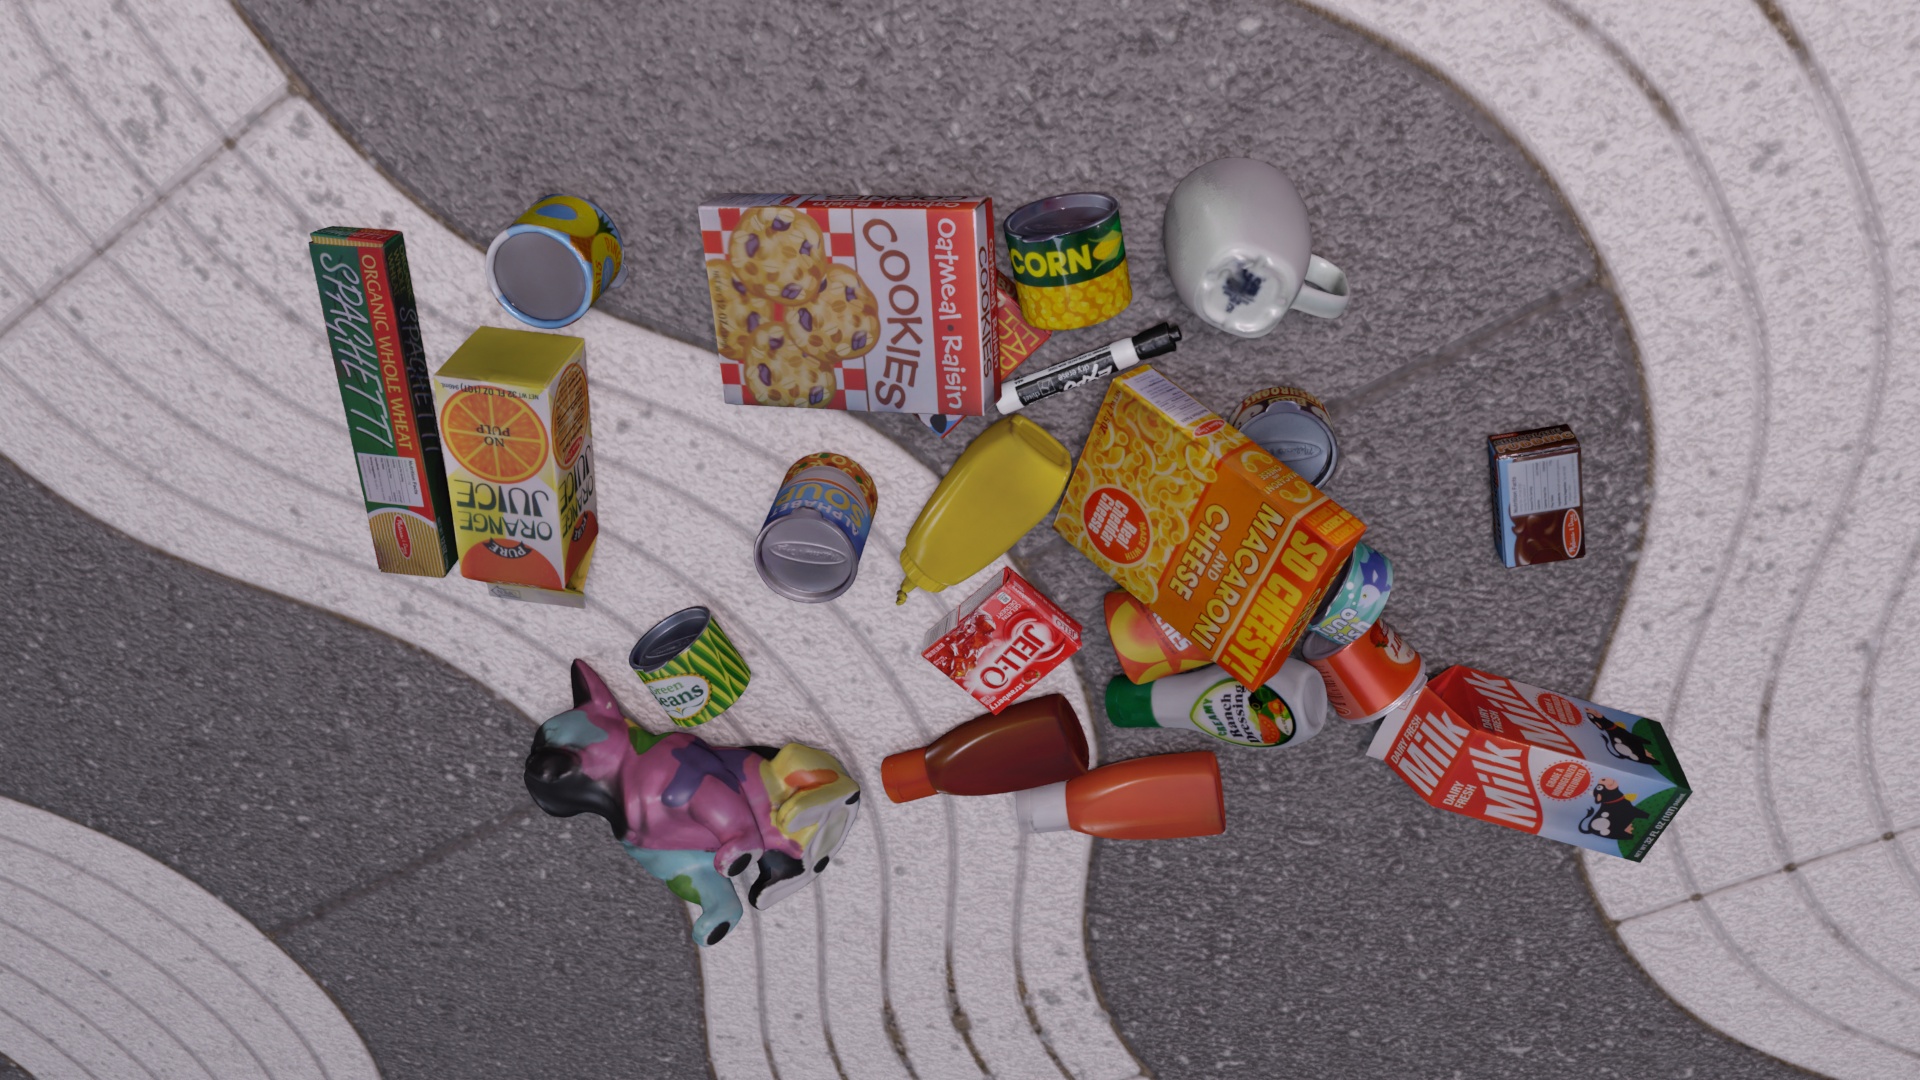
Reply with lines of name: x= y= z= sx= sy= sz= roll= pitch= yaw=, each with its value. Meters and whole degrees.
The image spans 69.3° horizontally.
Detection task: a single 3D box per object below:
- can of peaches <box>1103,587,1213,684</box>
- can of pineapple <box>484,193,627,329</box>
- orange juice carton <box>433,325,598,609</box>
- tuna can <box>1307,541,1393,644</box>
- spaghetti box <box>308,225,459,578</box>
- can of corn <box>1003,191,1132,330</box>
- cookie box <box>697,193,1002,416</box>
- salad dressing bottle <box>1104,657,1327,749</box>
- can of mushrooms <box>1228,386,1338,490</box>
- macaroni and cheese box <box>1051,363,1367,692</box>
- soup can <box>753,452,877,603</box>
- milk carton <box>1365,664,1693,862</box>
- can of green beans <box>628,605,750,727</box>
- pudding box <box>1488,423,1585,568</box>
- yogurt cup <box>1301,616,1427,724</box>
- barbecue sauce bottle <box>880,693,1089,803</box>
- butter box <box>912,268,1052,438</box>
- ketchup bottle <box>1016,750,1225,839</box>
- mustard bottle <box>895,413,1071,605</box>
can of peaches: x=0.132 y=0.056 z=0.917 sx=0.058 sy=0.071 sz=0.071 roll=-20 pitch=117 yaw=20
can of pineapple: x=-0.241 y=-0.167 z=0.834 sx=0.071 sy=0.058 sz=0.070 roll=3 pitch=122 yaw=5
orange juice carton: x=-0.286 y=-0.036 z=0.912 sx=0.072 sy=0.073 sz=0.191 roll=7 pitch=123 yaw=3
tuna can: x=0.243 y=0.033 z=0.887 sx=0.033 sy=0.071 sz=0.070 roll=27 pitch=121 yaw=-11
spaghetti box: x=-0.377 y=-0.086 z=0.919 sx=0.050 sy=0.029 sz=0.248 roll=6 pitch=122 yaw=4
can of corn: x=0.061 y=-0.158 z=0.792 sx=0.071 sy=0.071 sz=0.058 roll=-7 pitch=121 yaw=12
cookie box: x=-0.063 y=-0.140 z=0.820 sx=0.167 sy=0.040 sz=0.122 roll=4 pitch=116 yaw=15
salad dressing bottle: x=0.169 y=0.108 z=0.933 sx=0.147 sy=0.044 sz=0.064 roll=-6 pitch=113 yaw=38
can of mushrooms: x=0.198 y=-0.061 z=0.857 sx=0.071 sy=0.034 sz=0.070 roll=4 pitch=122 yaw=6
macaroni and cheese box: x=0.144 y=-0.009 z=0.833 sx=0.167 sy=0.040 sz=0.123 roll=41 pitch=134 yaw=23
soup can: x=-0.091 y=-0.012 z=0.895 sx=0.071 sy=0.084 sz=0.071 roll=3 pitch=122 yaw=5
milk carton: x=0.377 y=0.145 z=0.938 sx=0.191 sy=0.074 sz=0.072 roll=15 pitch=123 yaw=-2
can of green beans: x=-0.191 y=0.089 z=0.982 sx=0.071 sy=0.071 sz=0.057 roll=-21 pitch=117 yaw=19
pudding box: x=0.356 y=-0.026 z=0.860 sx=0.049 sy=0.030 sz=0.083 roll=-10 pitch=120 yaw=12
yogurt cup: x=0.264 y=0.079 z=0.919 sx=0.072 sy=0.073 sz=0.054 roll=-35 pitch=103 yaw=25
barbecue sauce bottle: x=0.015 y=0.158 z=1.011 sx=0.148 sy=0.044 sz=0.064 roll=-18 pitch=118 yaw=18
butter box: x=0.004 y=-0.114 z=0.854 sx=0.053 sy=0.024 sz=0.103 roll=40 pitch=118 yaw=-16
ketchup bottle: x=0.117 y=0.191 z=1.018 sx=0.149 sy=0.044 sz=0.064 roll=-8 pitch=120 yaw=12
mustard bottle: x=0.003 y=-0.011 z=0.904 sx=0.065 sy=0.049 sz=0.159 roll=38 pitch=120 yaw=-12
